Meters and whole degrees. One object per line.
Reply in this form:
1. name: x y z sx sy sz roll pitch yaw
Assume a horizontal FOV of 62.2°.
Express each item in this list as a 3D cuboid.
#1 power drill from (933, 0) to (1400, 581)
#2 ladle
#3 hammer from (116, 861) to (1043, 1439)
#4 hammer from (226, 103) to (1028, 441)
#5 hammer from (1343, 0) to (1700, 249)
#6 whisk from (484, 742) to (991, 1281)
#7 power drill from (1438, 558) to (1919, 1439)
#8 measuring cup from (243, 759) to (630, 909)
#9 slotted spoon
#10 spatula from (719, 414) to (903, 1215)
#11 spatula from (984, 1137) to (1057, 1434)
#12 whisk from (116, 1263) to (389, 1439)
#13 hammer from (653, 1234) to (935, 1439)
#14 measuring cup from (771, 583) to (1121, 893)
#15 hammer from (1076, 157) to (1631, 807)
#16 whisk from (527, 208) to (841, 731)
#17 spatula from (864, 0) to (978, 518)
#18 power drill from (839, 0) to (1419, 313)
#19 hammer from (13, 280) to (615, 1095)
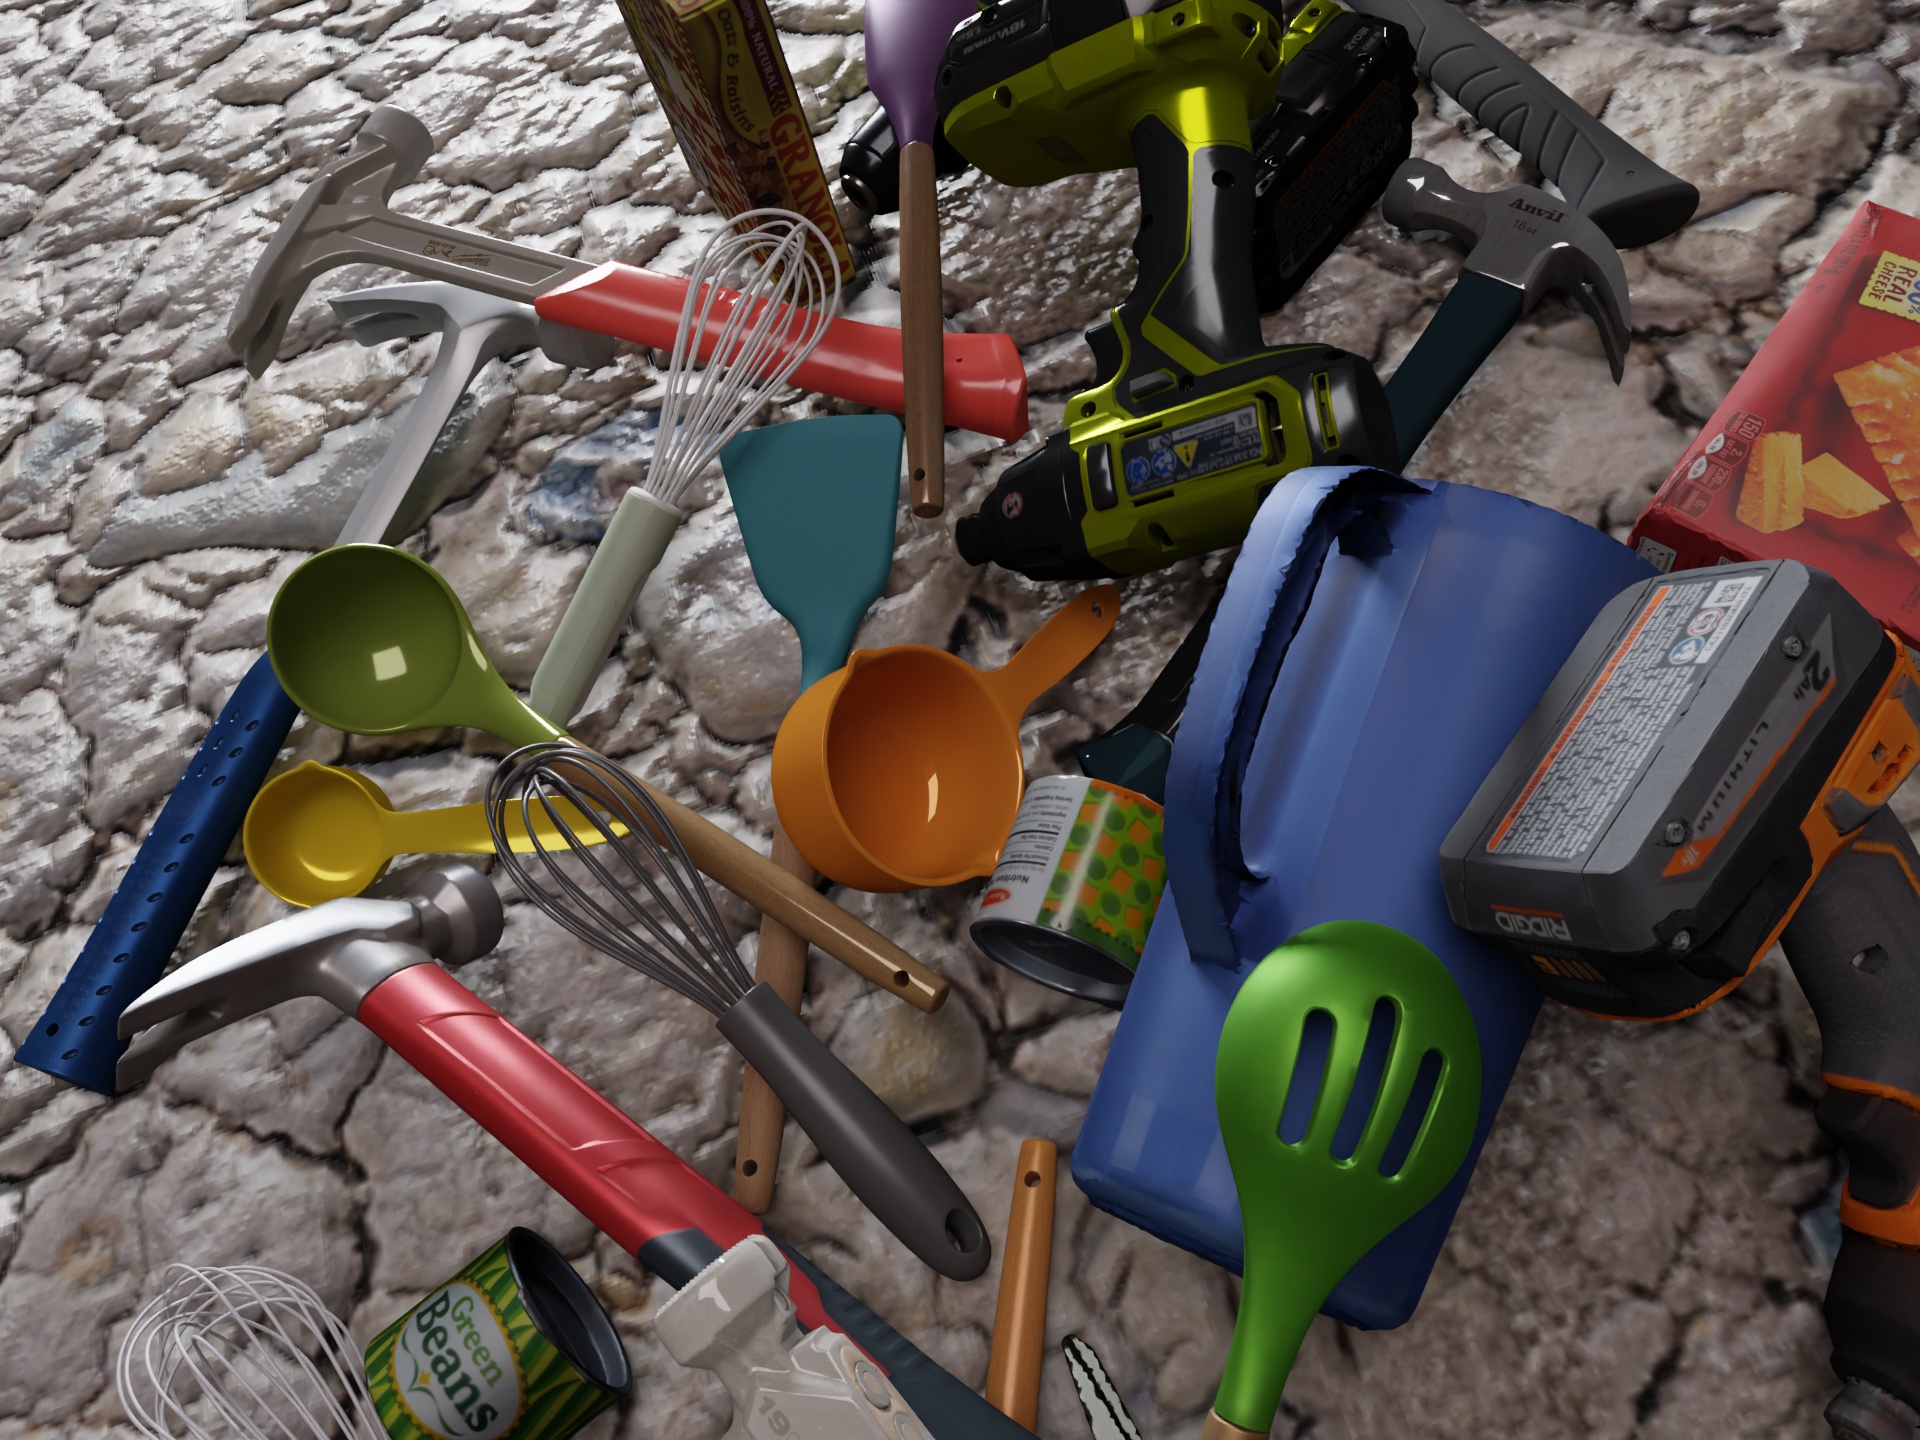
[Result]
1. power drill: 0.063 -0.169 0.614 0.171 0.080 0.223 -13 77 29
2. ladle: -0.139 0.023 0.598 0.320 0.062 0.078 29 94 23
3. hammer: -0.090 0.169 0.491 0.386 0.038 0.143 30 30 24
4. hammer: -0.143 -0.178 0.713 0.359 0.036 0.149 17 68 11
5. hammer: 0.217 -0.330 0.744 0.146 0.035 0.335 -31 60 -4
6. whisk: -0.076 0.099 0.542 0.055 0.055 0.239 -43 83 -11
7. power drill: 0.238 0.085 0.434 0.226 0.084 0.164 43 74 -16
8. measuring cup: -0.208 0.043 0.649 0.156 0.029 0.062 -3 92 -3
9. slotted spoon: 0.066 0.203 0.403 0.070 0.031 0.314 17 87 1
10. spatula: -0.067 0.025 0.615 0.082 0.044 0.318 -4 63 15
11. spatula: 0.004 0.282 0.462 0.081 0.041 0.323 1 62 14
12. whisk: -0.170 0.273 0.501 0.285 0.070 0.070 35 75 22
13. hammer: -0.161 0.327 0.432 0.410 0.038 0.146 -42 78 5
14. measuring cup: -0.001 -0.002 0.609 0.052 0.095 0.174 -20 17 50
15. hammer: 0.152 -0.091 0.632 0.128 0.033 0.331 30 73 26
16. whisk: -0.121 -0.096 0.655 0.059 0.058 0.246 27 94 -15
17. spatula: -0.016 -0.228 0.693 0.060 0.018 0.316 -12 64 23
18. power drill: 0.070 -0.277 0.727 0.229 0.080 0.190 36 80 29
19. hammer: -0.296 -0.036 0.705 0.144 0.035 0.406 12 66 18
